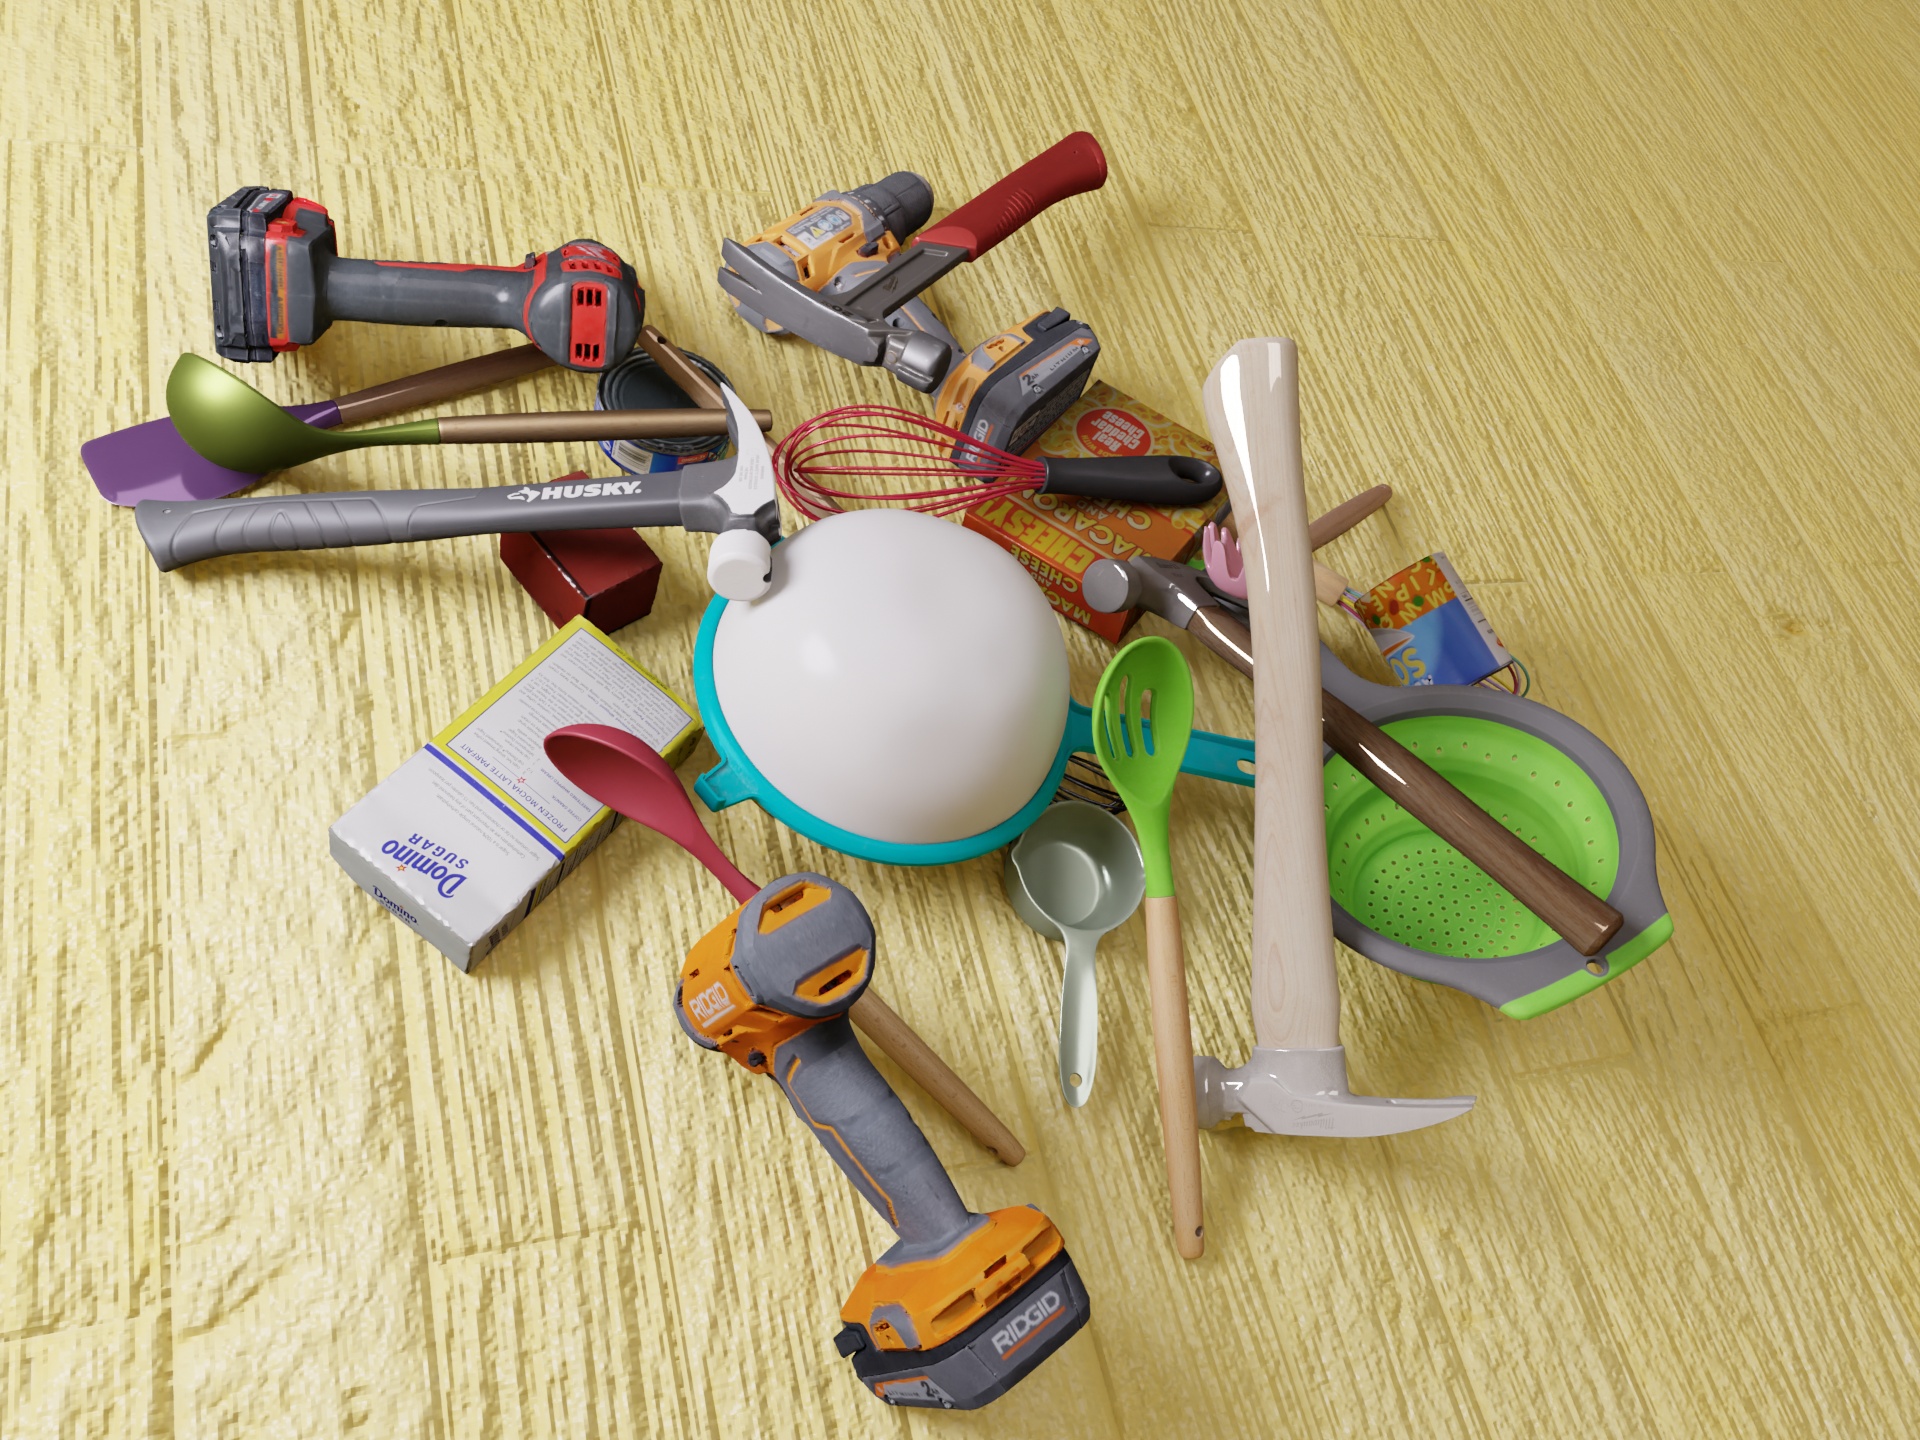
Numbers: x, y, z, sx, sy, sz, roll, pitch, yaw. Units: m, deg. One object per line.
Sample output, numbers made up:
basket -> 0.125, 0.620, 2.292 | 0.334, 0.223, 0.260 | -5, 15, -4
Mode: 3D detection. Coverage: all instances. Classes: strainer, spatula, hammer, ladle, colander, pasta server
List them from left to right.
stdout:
spatula -> -0.335, -0.184, 0.921 | 0.316, 0.018, 0.060 | -26, 73, -30
hammer -> -0.260, -0.112, 0.828 | 0.335, 0.035, 0.146 | -3, 46, 1
ladle -> -0.262, -0.173, 0.881 | 0.320, 0.078, 0.062 | -6, 88, -20
ladle -> -0.079, 0.110, 0.781 | 0.315, 0.069, 0.031 | 46, 57, -8
hammer -> -0.002, -0.322, 1.034 | 0.149, 0.036, 0.359 | 30, 44, 9
strainer -> 0.035, -0.024, 0.838 | 0.340, 0.095, 0.211 | 12, 54, -13
hammer -> 0.179, 0.006, 0.822 | 0.146, 0.038, 0.411 | -4, 88, 21
pasta server -> 0.229, -0.125, 1.021 | 0.060, 0.040, 0.316 | 23, 28, 23
hammer -> 0.218, 0.010, 0.874 | 0.332, 0.031, 0.130 | 42, 28, 26
colander -> 0.245, 0.031, 0.964 | 0.204, 0.094, 0.398 | -25, 51, -11

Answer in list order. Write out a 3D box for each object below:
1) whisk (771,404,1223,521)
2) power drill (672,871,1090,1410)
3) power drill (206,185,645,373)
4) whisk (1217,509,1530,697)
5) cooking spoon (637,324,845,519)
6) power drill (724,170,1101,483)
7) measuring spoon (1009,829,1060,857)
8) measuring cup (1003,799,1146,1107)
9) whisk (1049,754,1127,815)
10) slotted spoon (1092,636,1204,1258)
whisk -> 0.030, -0.149, 0.956 | 0.295, 0.073, 0.073 | -2, 60, -23
power drill -> -0.052, 0.189, 0.719 | 0.084, 0.164, 0.226 | -28, 84, -32
power drill -> -0.298, -0.254, 0.919 | 0.226, 0.080, 0.188 | 1, 25, -14
whisk -> 0.273, -0.073, 1.064 | 0.245, 0.051, 0.047 | 32, 59, 5
cooking spoon -> -0.076, -0.120, 0.951 | 0.319, 0.017, 0.069 | 45, 58, -2
power drill -> -0.018, -0.277, 1.065 | 0.226, 0.084, 0.185 | 37, 52, 10
measuring spoon -> 0.005, 0.041, 0.904 | 0.124, 0.018, 0.034 | 31, 53, -1
measuring cup -> 0.058, 0.127, 0.863 | 0.083, 0.038, 0.168 | 10, 66, -16
whisk -> -0.001, -0.004, 0.915 | 0.239, 0.055, 0.055 | 25, 54, 2
slotted spoon -> 0.102, 0.115, 0.806 | 0.070, 0.031, 0.314 | -4, 89, -38
